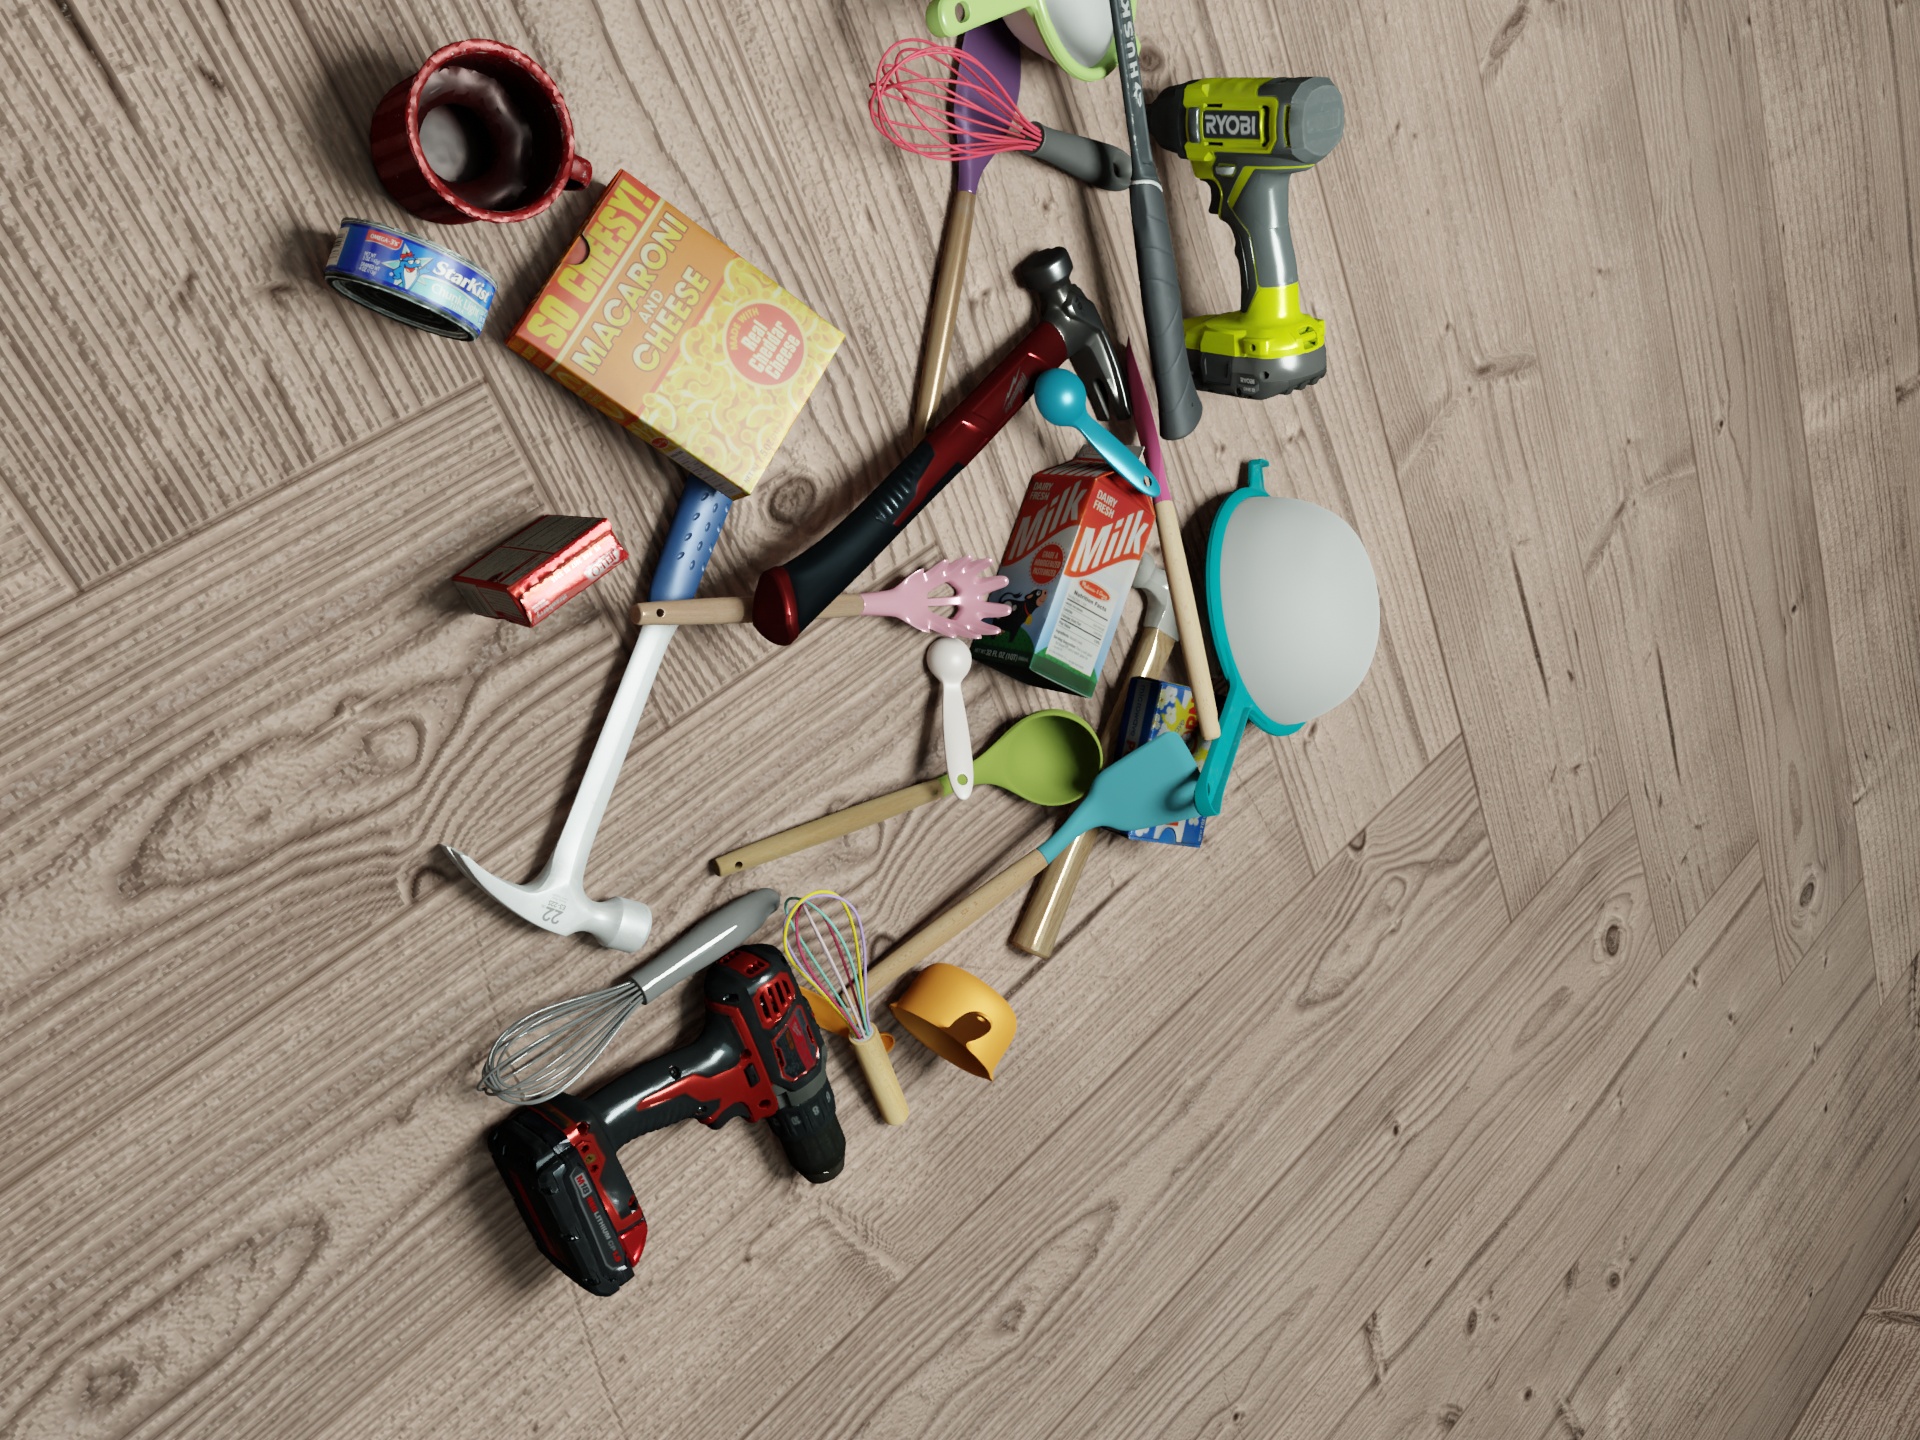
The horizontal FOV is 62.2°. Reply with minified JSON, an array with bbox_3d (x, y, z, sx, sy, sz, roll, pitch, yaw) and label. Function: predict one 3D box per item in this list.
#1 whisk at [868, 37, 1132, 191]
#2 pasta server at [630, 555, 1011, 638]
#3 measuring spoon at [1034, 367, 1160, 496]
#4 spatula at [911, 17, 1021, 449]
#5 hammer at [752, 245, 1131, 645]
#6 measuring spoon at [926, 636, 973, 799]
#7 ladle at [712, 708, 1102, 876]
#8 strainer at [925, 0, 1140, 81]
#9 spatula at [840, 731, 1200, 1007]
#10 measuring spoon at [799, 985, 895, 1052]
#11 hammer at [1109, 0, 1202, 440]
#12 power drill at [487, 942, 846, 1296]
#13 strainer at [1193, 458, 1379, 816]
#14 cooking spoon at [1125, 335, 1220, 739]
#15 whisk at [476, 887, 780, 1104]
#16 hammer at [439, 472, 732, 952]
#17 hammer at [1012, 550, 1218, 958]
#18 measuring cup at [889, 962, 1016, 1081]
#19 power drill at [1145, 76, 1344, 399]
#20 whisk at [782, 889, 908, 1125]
[{"bbox_3d":[0.038,-0.407,1.103,0.295,0.073,0.073,-6,102,-51],"label":"whisk"},{"bbox_3d":[-0.084,-0.078,1.069,0.316,0.040,0.060,-7,92,-47],"label":"pasta server"},{"bbox_3d":[0.106,-0.207,1.150,0.128,0.021,0.042,40,65,-21],"label":"measuring spoon"},{"bbox_3d":[0.001,-0.347,1.127,0.059,0.018,0.316,10,91,-43],"label":"spatula"},{"bbox_3d":[-0.007,-0.171,1.104,0.386,0.038,0.143,-50,126,-32],"label":"hammer"},{"bbox_3d":[-0.002,-0.004,1.156,0.034,0.018,0.124,0,74,-21],"label":"measuring spoon"},{"bbox_3d":[-0.031,0.060,1.154,0.320,0.062,0.078,-18,115,-32],"label":"ladle"},{"bbox_3d":[0.033,-0.493,1.068,0.256,0.069,0.151,-44,130,-43],"label":"strainer"},{"bbox_3d":[0.045,0.120,1.190,0.317,0.044,0.082,-35,120,-13],"label":"spatula"},{"bbox_3d":[-0.092,0.217,1.164,0.116,0.011,0.021,36,95,-34],"label":"measuring spoon"},{"bbox_3d":[0.128,-0.398,1.132,0.149,0.036,0.408,-41,128,-45],"label":"hammer"},{"bbox_3d":[-0.178,0.280,1.065,0.227,0.080,0.187,-33,118,-33],"label":"power drill"},{"bbox_3d":[0.268,-0.053,1.271,0.210,0.095,0.341,57,41,-30],"label":"strainer"},{"bbox_3d":[0.159,-0.141,1.211,0.068,0.017,0.319,39,40,-77],"label":"cooking spoon"},{"bbox_3d":[-0.210,0.174,1.038,0.239,0.055,0.055,-33,118,-34],"label":"whisk"},{"bbox_3d":[-0.196,-0.061,1.010,0.144,0.035,0.405,25,83,-39],"label":"hammer"},{"bbox_3d":[0.121,0.035,1.286,0.130,0.031,0.331,29,81,-38],"label":"hammer"},{"bbox_3d":[0.009,0.208,1.147,0.095,0.173,0.052,37,67,0],"label":"measuring cup"},{"bbox_3d":[0.206,-0.367,1.203,0.080,0.171,0.223,-25,122,-33],"label":"power drill"},{"bbox_3d":[-0.079,0.210,1.133,0.047,0.051,0.244,-61,145,-42],"label":"whisk"}]
